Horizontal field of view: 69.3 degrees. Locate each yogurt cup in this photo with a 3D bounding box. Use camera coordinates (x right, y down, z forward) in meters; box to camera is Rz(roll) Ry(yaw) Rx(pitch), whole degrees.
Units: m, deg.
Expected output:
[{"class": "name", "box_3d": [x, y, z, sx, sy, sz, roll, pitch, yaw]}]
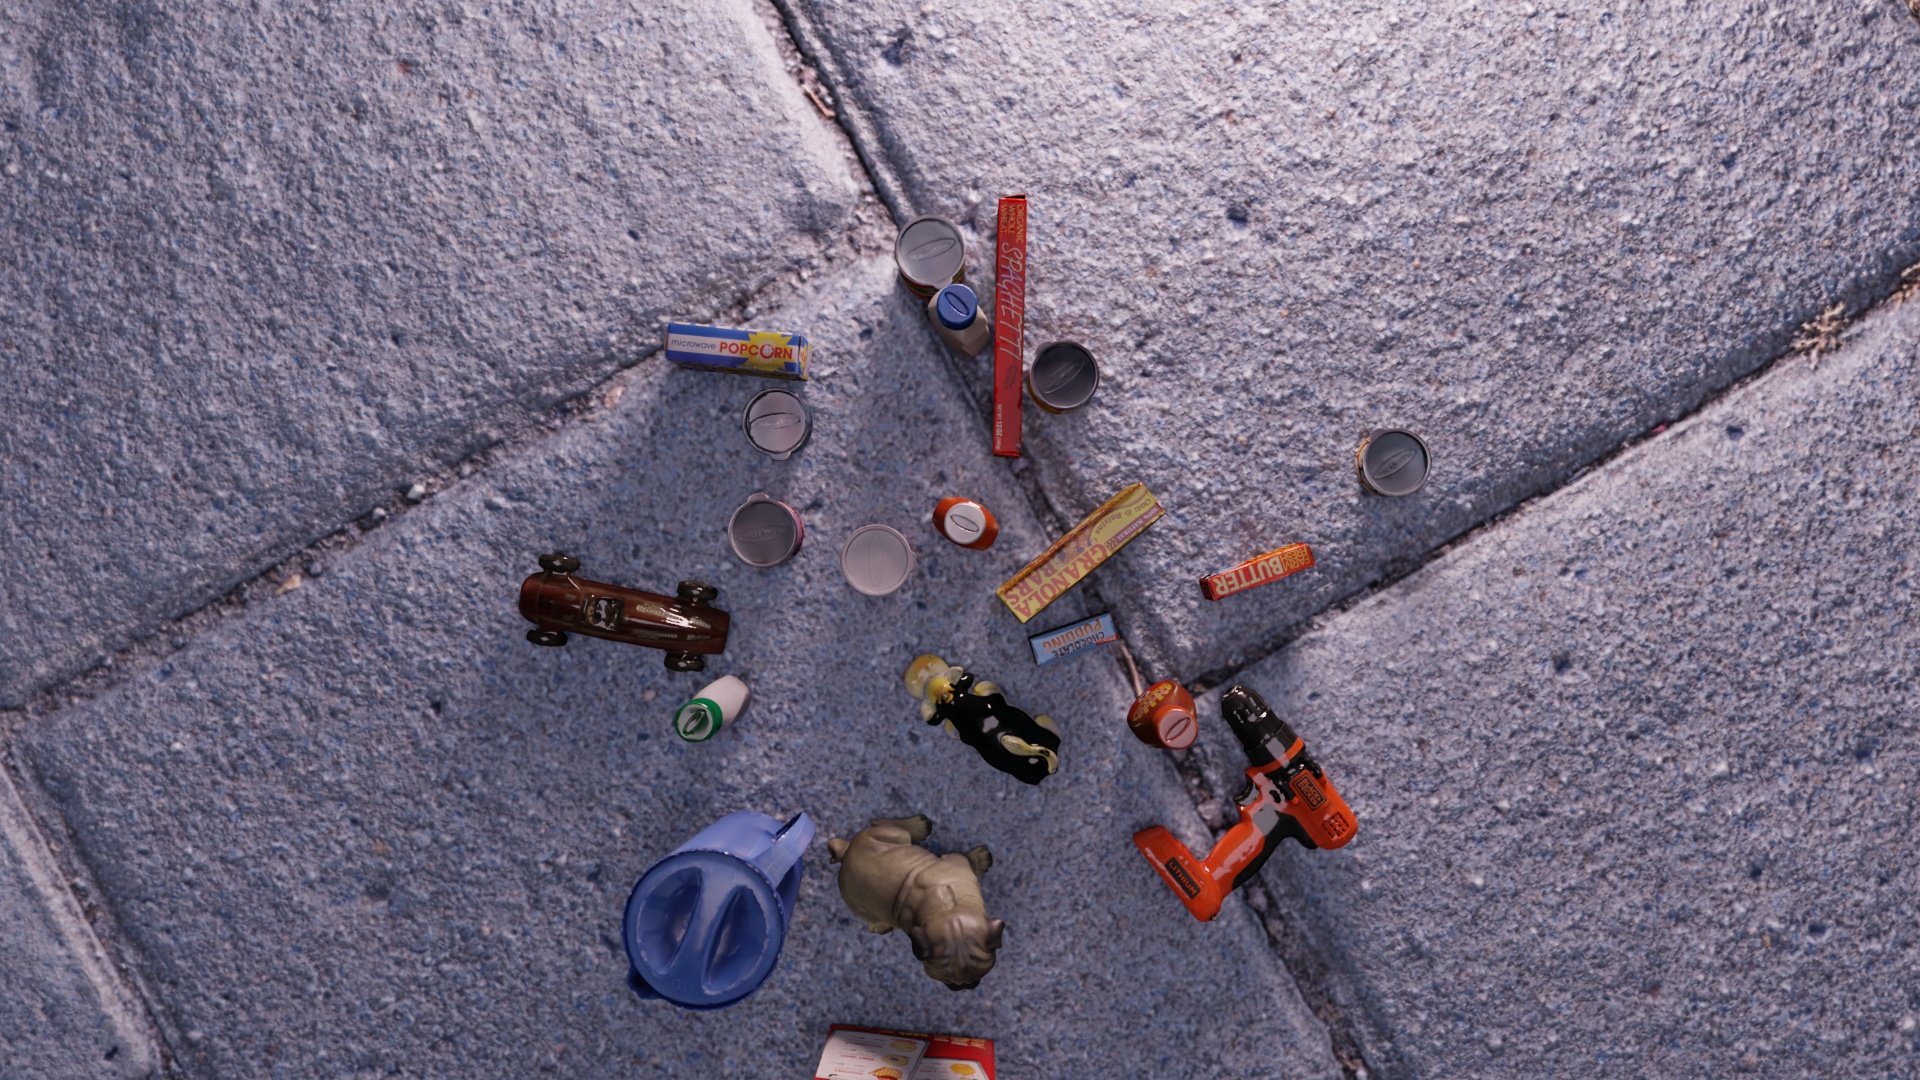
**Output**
[{"class": "yogurt cup", "box_3d": [-0.079, 0.019, 1.335, 0.072, 0.054, 0.072, 0, 90, 1]}]

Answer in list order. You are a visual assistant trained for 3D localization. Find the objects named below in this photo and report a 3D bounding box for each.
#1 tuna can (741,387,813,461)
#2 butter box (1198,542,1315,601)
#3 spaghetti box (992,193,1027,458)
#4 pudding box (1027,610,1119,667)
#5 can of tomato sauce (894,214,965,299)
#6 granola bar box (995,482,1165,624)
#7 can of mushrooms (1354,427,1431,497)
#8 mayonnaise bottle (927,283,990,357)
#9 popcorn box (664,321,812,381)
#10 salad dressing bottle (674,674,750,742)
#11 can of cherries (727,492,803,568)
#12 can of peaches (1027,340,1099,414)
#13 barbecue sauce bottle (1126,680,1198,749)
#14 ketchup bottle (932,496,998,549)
[{"class": "tuna can", "box_3d": [-0.177, -0.112, 1.347, 0.071, 0.033, 0.071, 0, 90, 0]}, {"class": "butter box", "box_3d": [0.283, 0.030, 1.332, 0.103, 0.053, 0.024, -20, 90, 0]}, {"class": "spaghetti box", "box_3d": [0.047, -0.204, 1.338, 0.029, 0.050, 0.250, 1, 90, 1]}, {"class": "pudding box", "box_3d": [0.108, 0.095, 1.335, 0.084, 0.049, 0.030, -19, 90, 0]}, {"class": "can of tomato sauce", "box_3d": [-0.026, -0.266, 1.322, 0.071, 0.083, 0.071, 0, 90, 1]}, {"class": "granola bar box", "box_3d": [0.109, 0.012, 1.298, 0.165, 0.124, 0.039, -38, 90, 0]}, {"class": "can of mushrooms", "box_3d": [0.416, -0.077, 1.342, 0.071, 0.033, 0.071, 0, 90, 0]}, {"class": "mayonnaise bottle", "box_3d": [-0.002, -0.207, 1.289, 0.065, 0.148, 0.041, 44, 91, 0]}, {"class": "popcorn box", "box_3d": [-0.210, -0.179, 1.322, 0.127, 0.085, 0.038, 6, 90, 1]}, {"class": "salad dressing bottle", "box_3d": [-0.231, 0.159, 1.288, 0.044, 0.147, 0.064, 41, 91, 0]}, {"class": "can of cherries", "box_3d": [-0.185, -0.010, 1.334, 0.071, 0.058, 0.071, 0, 90, 1]}, {"class": "can of peaches", "box_3d": [0.097, -0.157, 1.333, 0.071, 0.058, 0.071, 0, 90, 1]}, {"class": "barbecue sauce bottle", "box_3d": [0.191, 0.165, 1.284, 0.065, 0.148, 0.043, -43, 90, 1]}, {"class": "ketchup bottle", "box_3d": [0.005, -0.016, 1.287, 0.065, 0.149, 0.043, 27, 90, 0]}]
